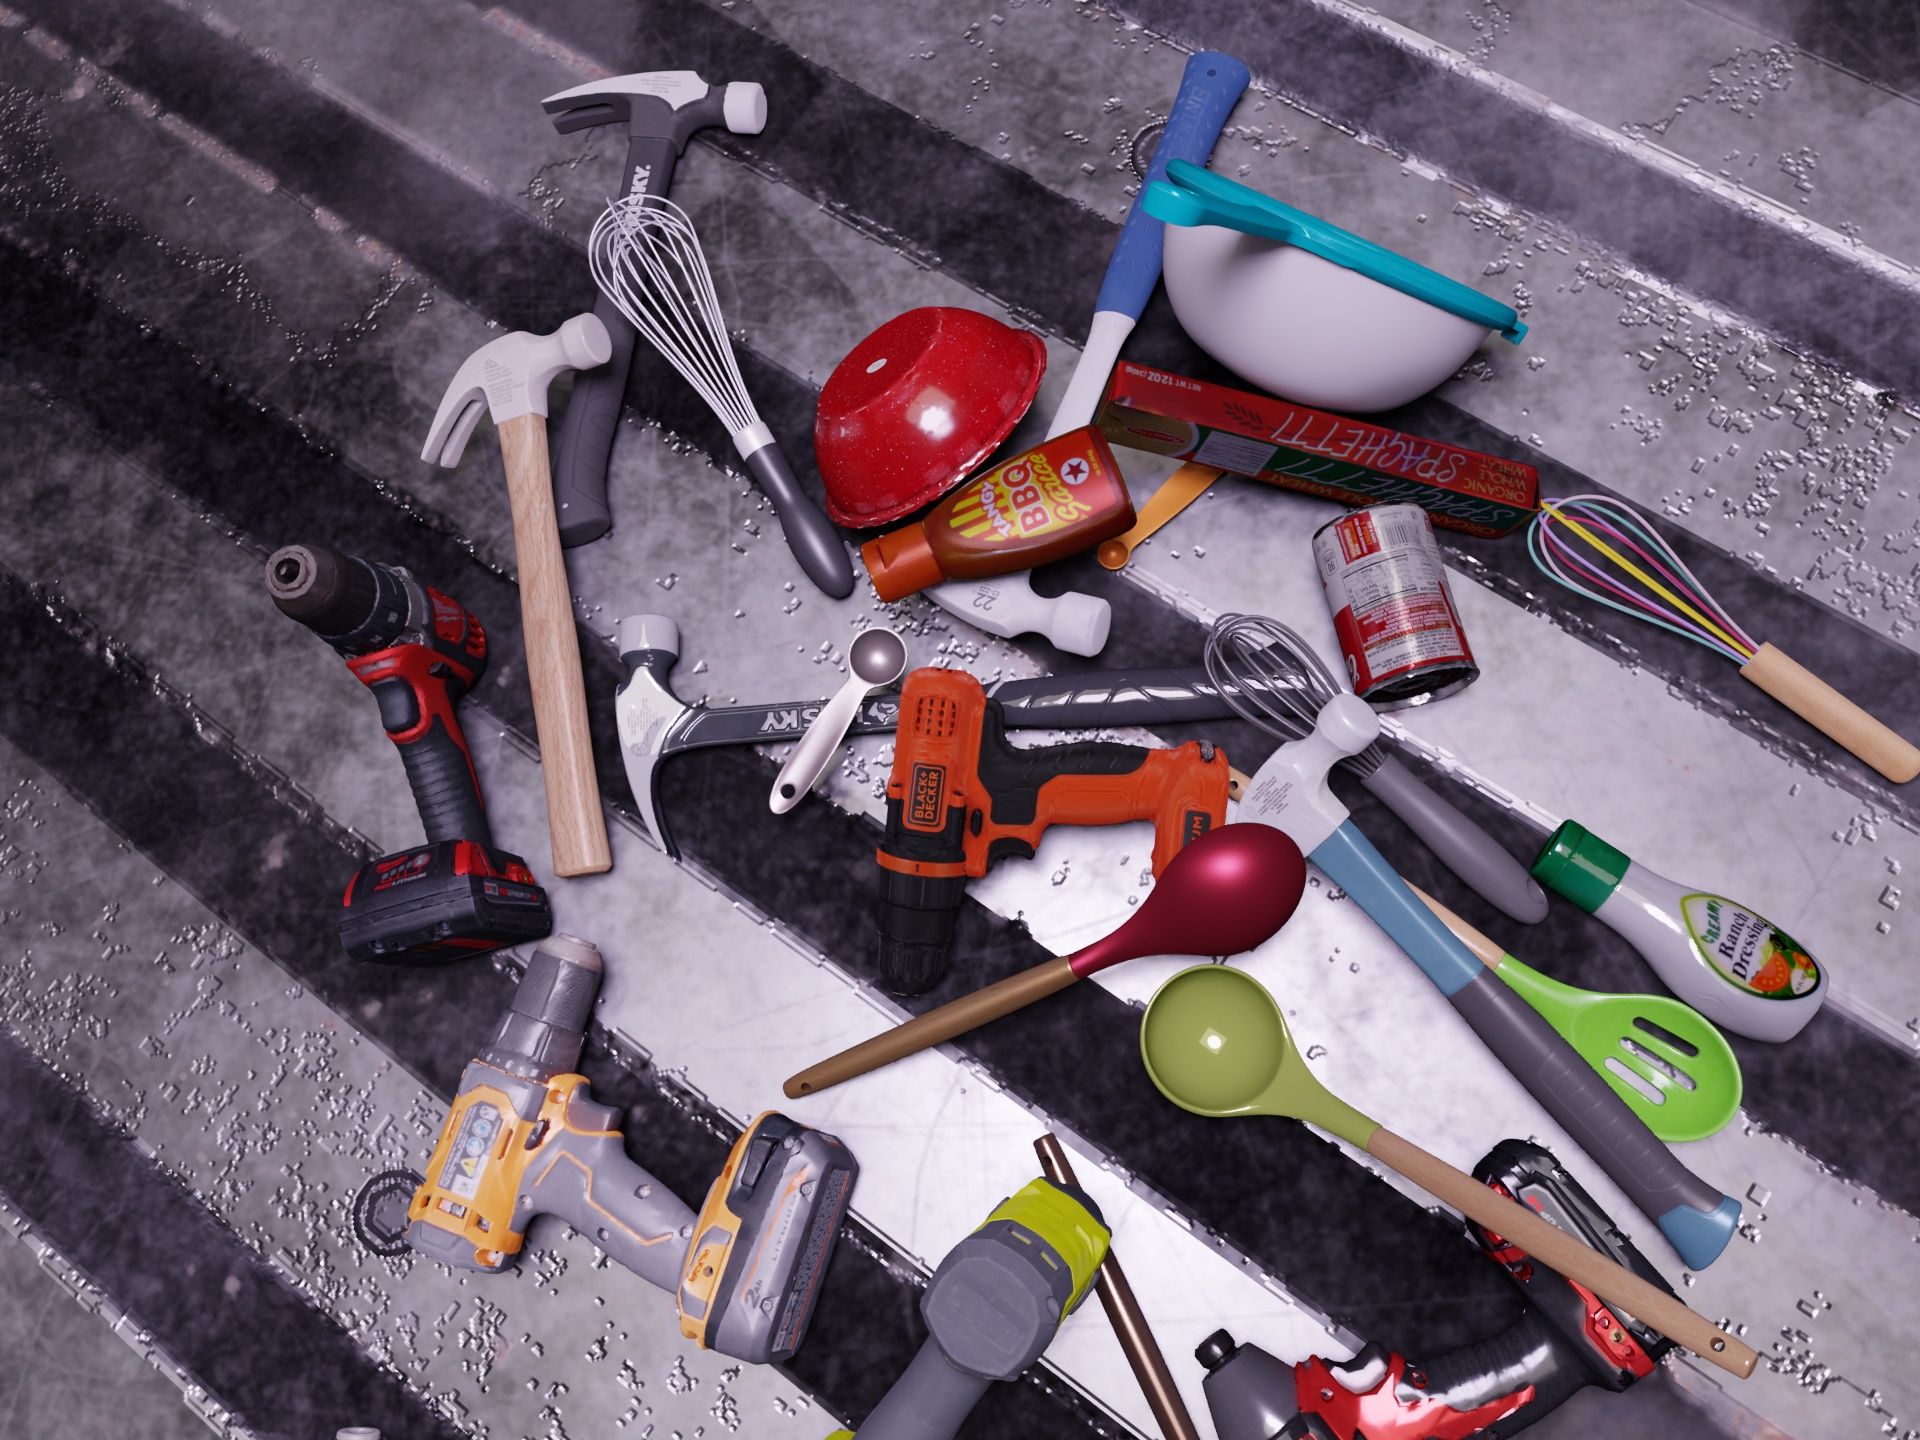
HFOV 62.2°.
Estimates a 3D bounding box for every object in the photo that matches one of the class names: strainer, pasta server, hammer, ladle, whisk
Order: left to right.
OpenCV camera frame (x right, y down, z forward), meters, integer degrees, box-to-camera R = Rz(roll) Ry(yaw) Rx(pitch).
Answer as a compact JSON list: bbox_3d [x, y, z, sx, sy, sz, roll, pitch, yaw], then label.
[{"bbox_3d":[-0.251,-0.070,0.956,0.130,0.031,0.331,-12,82,22],"label":"hammer"},{"bbox_3d":[-0.227,-0.271,1.031,0.146,0.035,0.335,7,76,9],"label":"hammer"},{"bbox_3d":[-0.142,-0.197,0.968,0.070,0.070,0.284,-31,87,-1],"label":"whisk"},{"bbox_3d":[-0.001,-0.003,0.924,0.409,0.036,0.149,-4,75,7],"label":"hammer"},{"bbox_3d":[0.038,0.139,0.847,0.315,0.031,0.069,-27,103,16],"label":"ladle"},{"bbox_3d":[0.084,-0.235,0.963,0.144,0.035,0.406,17,74,21],"label":"hammer"},{"bbox_3d":[0.107,0.359,0.806,0.060,0.040,0.316,-34,70,22],"label":"pasta server"},{"bbox_3d":[0.162,-0.221,0.842,0.211,0.340,0.095,34,115,22],"label":"strainer"},{"bbox_3d":[0.225,0.028,0.858,0.239,0.055,0.055,42,84,2],"label":"whisk"},{"bbox_3d":[0.216,0.210,0.759,0.320,0.062,0.078,27,80,42],"label":"ladle"},{"bbox_3d":[0.270,0.144,0.818,0.331,0.033,0.128,47,129,9],"label":"hammer"},{"bbox_3d":[0.415,-0.047,0.872,0.245,0.047,0.051,40,82,13],"label":"whisk"}]

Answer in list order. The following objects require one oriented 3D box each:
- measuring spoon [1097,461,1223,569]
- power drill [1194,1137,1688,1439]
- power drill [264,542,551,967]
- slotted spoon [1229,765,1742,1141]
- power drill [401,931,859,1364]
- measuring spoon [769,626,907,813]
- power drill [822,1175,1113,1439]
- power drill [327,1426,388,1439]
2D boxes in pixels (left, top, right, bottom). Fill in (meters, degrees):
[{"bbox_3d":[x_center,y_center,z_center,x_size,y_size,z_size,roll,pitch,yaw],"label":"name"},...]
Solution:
[{"bbox_3d":[0.126,-0.131,0.955,0.117,0.011,0.021,-44,72,-9],"label":"measuring spoon"},{"bbox_3d":[0.229,0.313,0.783,0.219,0.078,0.143,-40,73,-1],"label":"power drill"},{"bbox_3d":[-0.312,0.016,0.888,0.080,0.187,0.227,-16,77,4],"label":"power drill"},{"bbox_3d":[0.268,0.114,0.855,0.314,0.031,0.070,35,102,18],"label":"slotted spoon"},{"bbox_3d":[-0.173,0.229,0.864,0.226,0.084,0.185,14,76,16],"label":"power drill"},{"bbox_3d":[-0.071,0.001,0.910,0.034,0.018,0.124,34,90,10],"label":"measuring spoon"},{"bbox_3d":[-0.010,0.325,0.765,0.080,0.171,0.223,36,98,16],"label":"power drill"},{"bbox_3d":[-0.247,0.472,0.807,0.228,0.080,0.191,1,75,11],"label":"power drill"}]
